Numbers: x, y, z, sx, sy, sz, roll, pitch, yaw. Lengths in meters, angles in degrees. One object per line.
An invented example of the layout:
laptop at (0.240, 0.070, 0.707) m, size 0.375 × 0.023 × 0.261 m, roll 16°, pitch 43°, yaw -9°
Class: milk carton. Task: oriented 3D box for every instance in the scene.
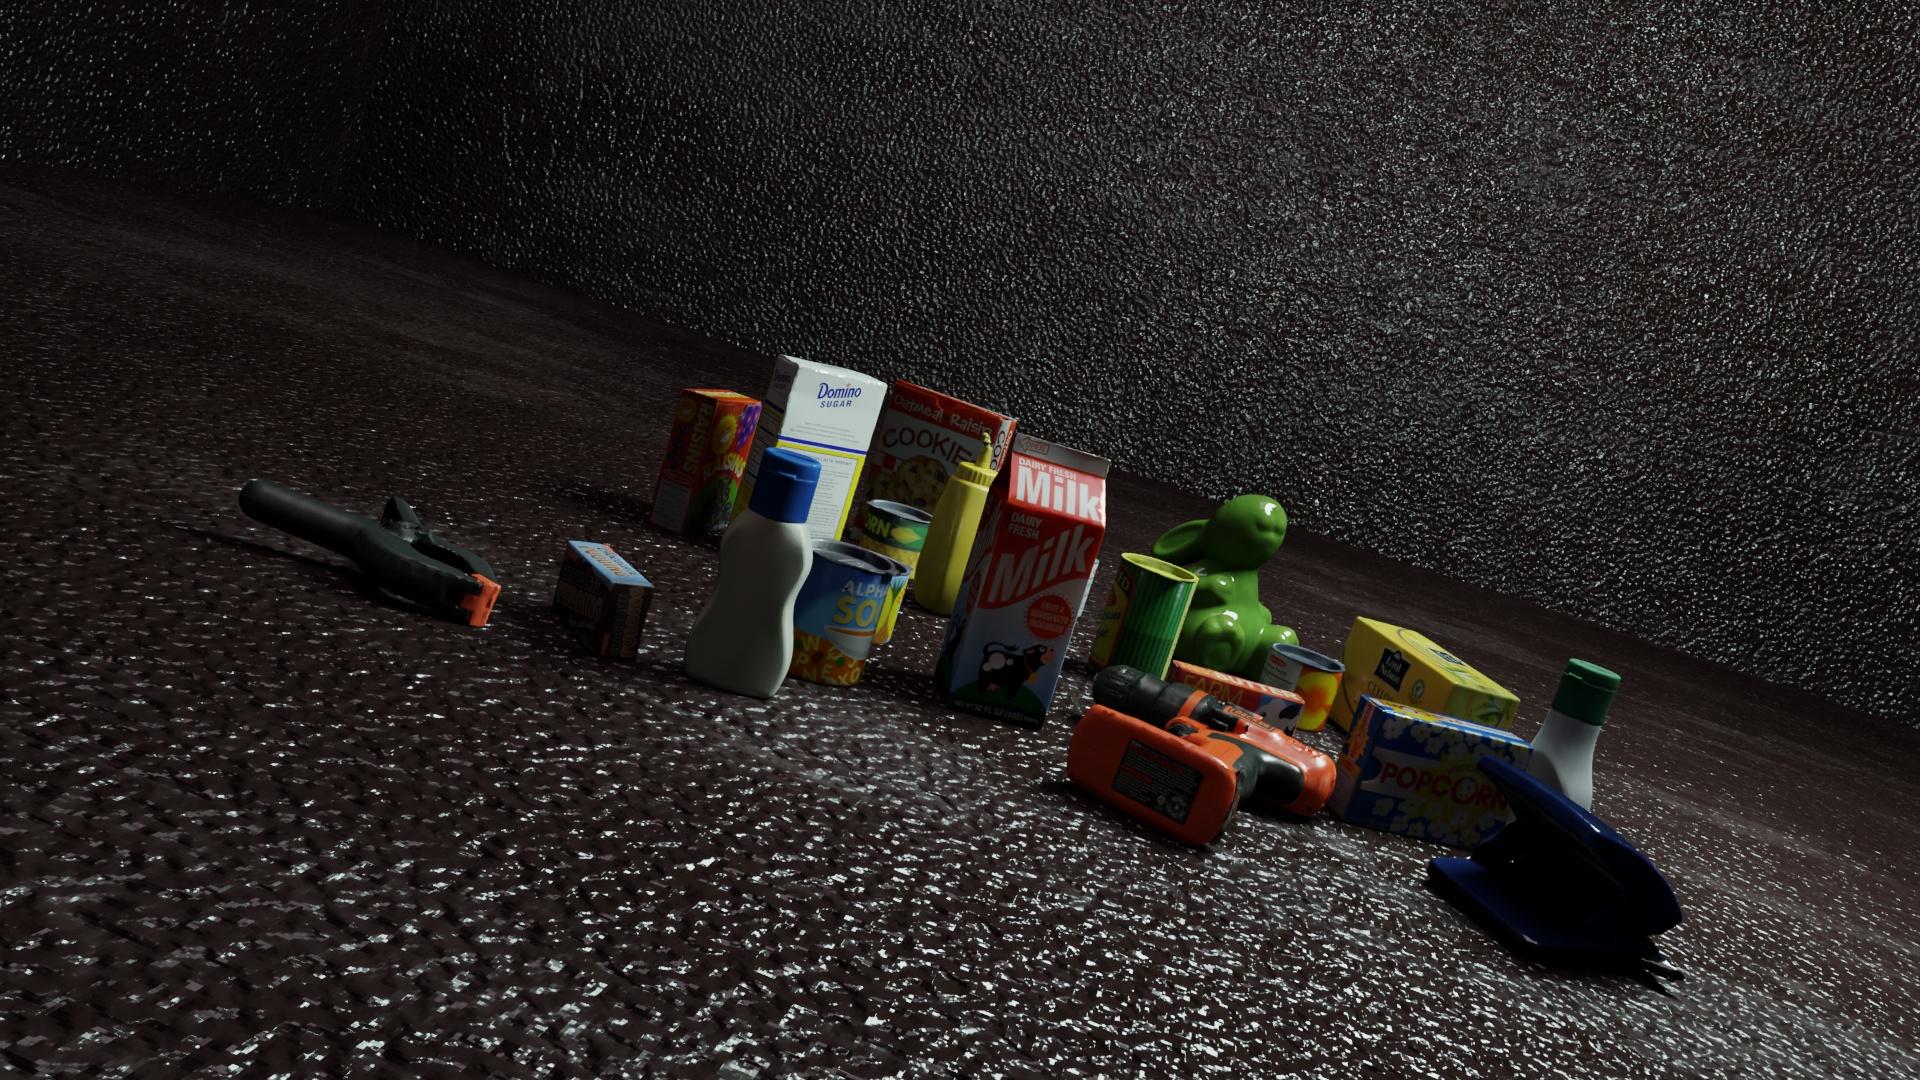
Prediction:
milk carton at (0.044, 0.025, 0.965) m, size 0.072 × 0.190 × 0.073 m, roll 15°, pitch 10°, yaw -11°

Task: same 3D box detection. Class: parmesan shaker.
parmesan shaker at (0.150, 0.070, 1.150) m, size 0.071 × 0.103 × 0.071 m, roll 17°, pitch 10°, yaw -3°

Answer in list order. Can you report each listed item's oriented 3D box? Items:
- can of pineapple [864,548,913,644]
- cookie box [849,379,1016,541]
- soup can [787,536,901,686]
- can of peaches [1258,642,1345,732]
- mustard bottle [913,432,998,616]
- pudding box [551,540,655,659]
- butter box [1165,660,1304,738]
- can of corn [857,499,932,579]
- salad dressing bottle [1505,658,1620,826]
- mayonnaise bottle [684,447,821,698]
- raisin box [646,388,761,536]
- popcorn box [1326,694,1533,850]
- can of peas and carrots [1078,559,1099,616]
can of pineapple at (-0.075, 0.042, 1.057) m, size 0.071 × 0.057 × 0.071 m, roll 17°, pitch 10°, yaw -3°
cookie box at (-0.028, -0.060, 1.373) m, size 0.123 × 0.167 × 0.040 m, roll 21°, pitch 10°, yaw 23°
soup can at (-0.084, 0.048, 0.930) m, size 0.071 × 0.083 × 0.071 m, roll 17°, pitch 10°, yaw -3°
can of peaches at (0.295, 0.128, 1.209) m, size 0.071 × 0.058 × 0.071 m, roll 17°, pitch 10°, yaw -3°
mustard bottle at (0.004, -0.015, 1.203) m, size 0.049 × 0.160 × 0.065 m, roll 12°, pitch 11°, yaw -28°
pudding box at (-0.223, 0.036, 0.865) m, size 0.030 × 0.049 × 0.084 m, roll 10°, pitch 12°, yaw -37°
butter box at (0.204, 0.130, 1.058) m, size 0.103 × 0.053 × 0.024 m, roll 16°, pitch 9°, yaw -4°
can of corn at (-0.063, -0.001, 1.308) m, size 0.071 × 0.058 × 0.071 m, roll 17°, pitch 10°, yaw -3°
salad dressing bottle at (0.436, 0.161, 1.011) m, size 0.044 × 0.147 × 0.064 m, roll 12°, pitch 11°, yaw -31°
mayonnaise bottle at (-0.121, 0.019, 0.846) m, size 0.065 × 0.147 × 0.041 m, roll 17°, pitch 9°, yaw -4°
raisin box at (-0.224, -0.070, 1.222) m, size 0.040 × 0.123 × 0.086 m, roll 20°, pitch 10°, yaw 16°
popcorn box at (0.332, 0.166, 0.985) m, size 0.127 × 0.085 × 0.038 m, roll 15°, pitch 10°, yaw -14°
can of peas and carrots at (0.093, 0.037, 1.363) m, size 0.071 × 0.058 × 0.071 m, roll 17°, pitch 10°, yaw -3°
